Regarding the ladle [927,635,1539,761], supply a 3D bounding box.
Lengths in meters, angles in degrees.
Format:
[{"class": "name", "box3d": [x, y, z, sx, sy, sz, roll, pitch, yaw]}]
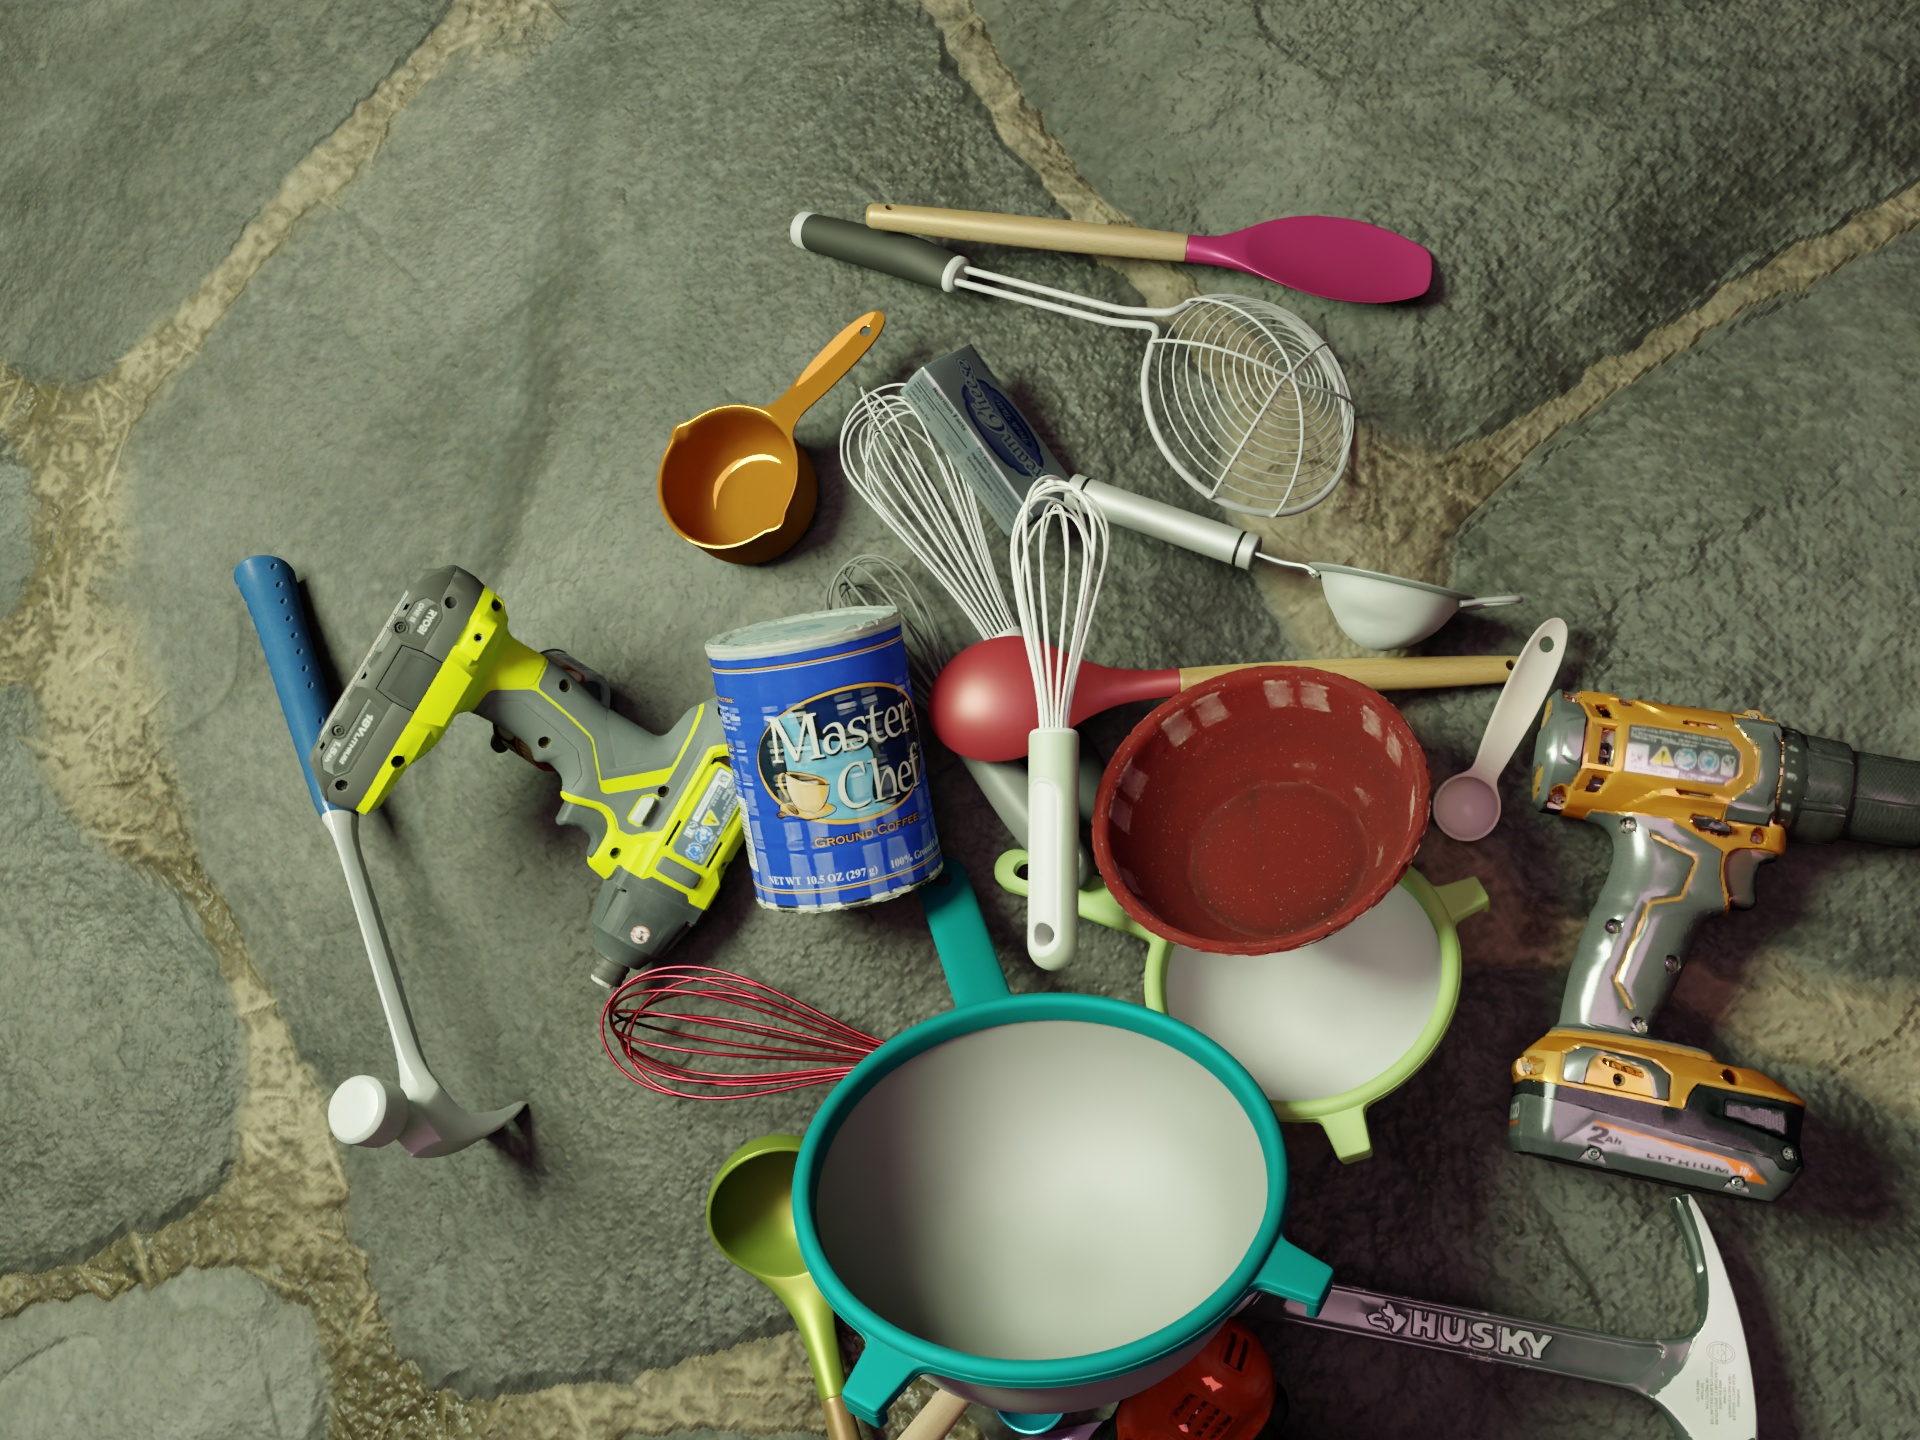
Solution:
[{"class": "ladle", "box3d": [0.139, -0.019, 0.823, 0.315, 0.031, 0.069, -3, 72, 2]}]

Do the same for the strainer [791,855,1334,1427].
[{"class": "strainer", "box3d": [0.024, 0.192, 0.751, 0.211, 0.095, 0.341, -12, 31, -7]}]

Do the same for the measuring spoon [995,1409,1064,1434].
[{"class": "measuring spoon", "box3d": [0.002, 0.324, 0.825, 0.129, 0.021, 0.042, 21, 84, 27]}]

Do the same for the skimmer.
[{"class": "skimmer", "box3d": [0.051, -0.218, 0.912, 0.363, 0.090, 0.127, 25, 62, 29]}]

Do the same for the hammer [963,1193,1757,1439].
[{"class": "hammer", "box3d": [0.156, 0.267, 0.749, 0.409, 0.036, 0.149, 8, 70, 10]}]

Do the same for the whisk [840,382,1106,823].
[{"class": "whisk", "box3d": [0.012, -0.067, 0.881, 0.070, 0.070, 0.285, -30, 77, 7]}]

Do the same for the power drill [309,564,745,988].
[{"class": "power drill", "box3d": [-0.224, 0.032, 0.861, 0.223, 0.080, 0.171, 31, 85, -20]}]

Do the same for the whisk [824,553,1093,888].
[{"class": "whisk", "box3d": [-0.001, -0.003, 0.866, 0.055, 0.055, 0.239, -39, 67, 4]}]

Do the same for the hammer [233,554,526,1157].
[{"class": "hammer", "box3d": [-0.359, 0.069, 0.934, 0.035, 0.144, 0.406, -30, 64, 5]}]

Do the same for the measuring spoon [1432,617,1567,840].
[{"class": "measuring spoon", "box3d": [0.276, 0.004, 0.810, 0.034, 0.018, 0.124, 27, 89, -1]}]

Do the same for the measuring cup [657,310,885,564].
[{"class": "measuring cup", "box3d": [-0.099, -0.166, 0.935, 0.095, 0.052, 0.173, 43, 90, 19]}]

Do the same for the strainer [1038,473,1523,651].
[{"class": "strainer", "box3d": [0.157, -0.084, 0.829, 0.258, 0.087, 0.050, 22, 95, 18]}]

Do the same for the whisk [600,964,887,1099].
[{"class": "whisk", "box3d": [-0.053, 0.178, 0.848, 0.296, 0.073, 0.073, 5, 80, 10]}]

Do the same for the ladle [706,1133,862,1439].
[{"class": "ladle", "box3d": [-0.058, 0.367, 0.795, 0.078, 0.062, 0.320, -18, 70, -1]}]

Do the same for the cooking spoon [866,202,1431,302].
[{"class": "cooking spoon", "box3d": [0.102, -0.268, 0.896, 0.319, 0.017, 0.069, 9, 56, 9]}]

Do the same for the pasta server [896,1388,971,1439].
[{"class": "pasta server", "box3d": [-0.014, 0.341, 0.773, 0.060, 0.040, 0.316, 38, 74, 18]}]

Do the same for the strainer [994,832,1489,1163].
[{"class": "strainer", "box3d": [0.130, 0.123, 0.810, 0.256, 0.069, 0.151, 17, 64, 36]}]

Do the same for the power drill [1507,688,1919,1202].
[{"class": "power drill", "box3d": [0.355, 0.104, 0.741, 0.185, 0.084, 0.226, 9, 76, 15]}]

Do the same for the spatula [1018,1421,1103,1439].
[{"class": "spatula", "box3d": [-0.052, 0.419, 0.815, 0.316, 0.018, 0.060, -17, 75, 10]}]

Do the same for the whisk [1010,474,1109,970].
[{"class": "whisk", "box3d": [0.046, -0.001, 0.785, 0.058, 0.059, 0.246, -6, 79, 36]}]
